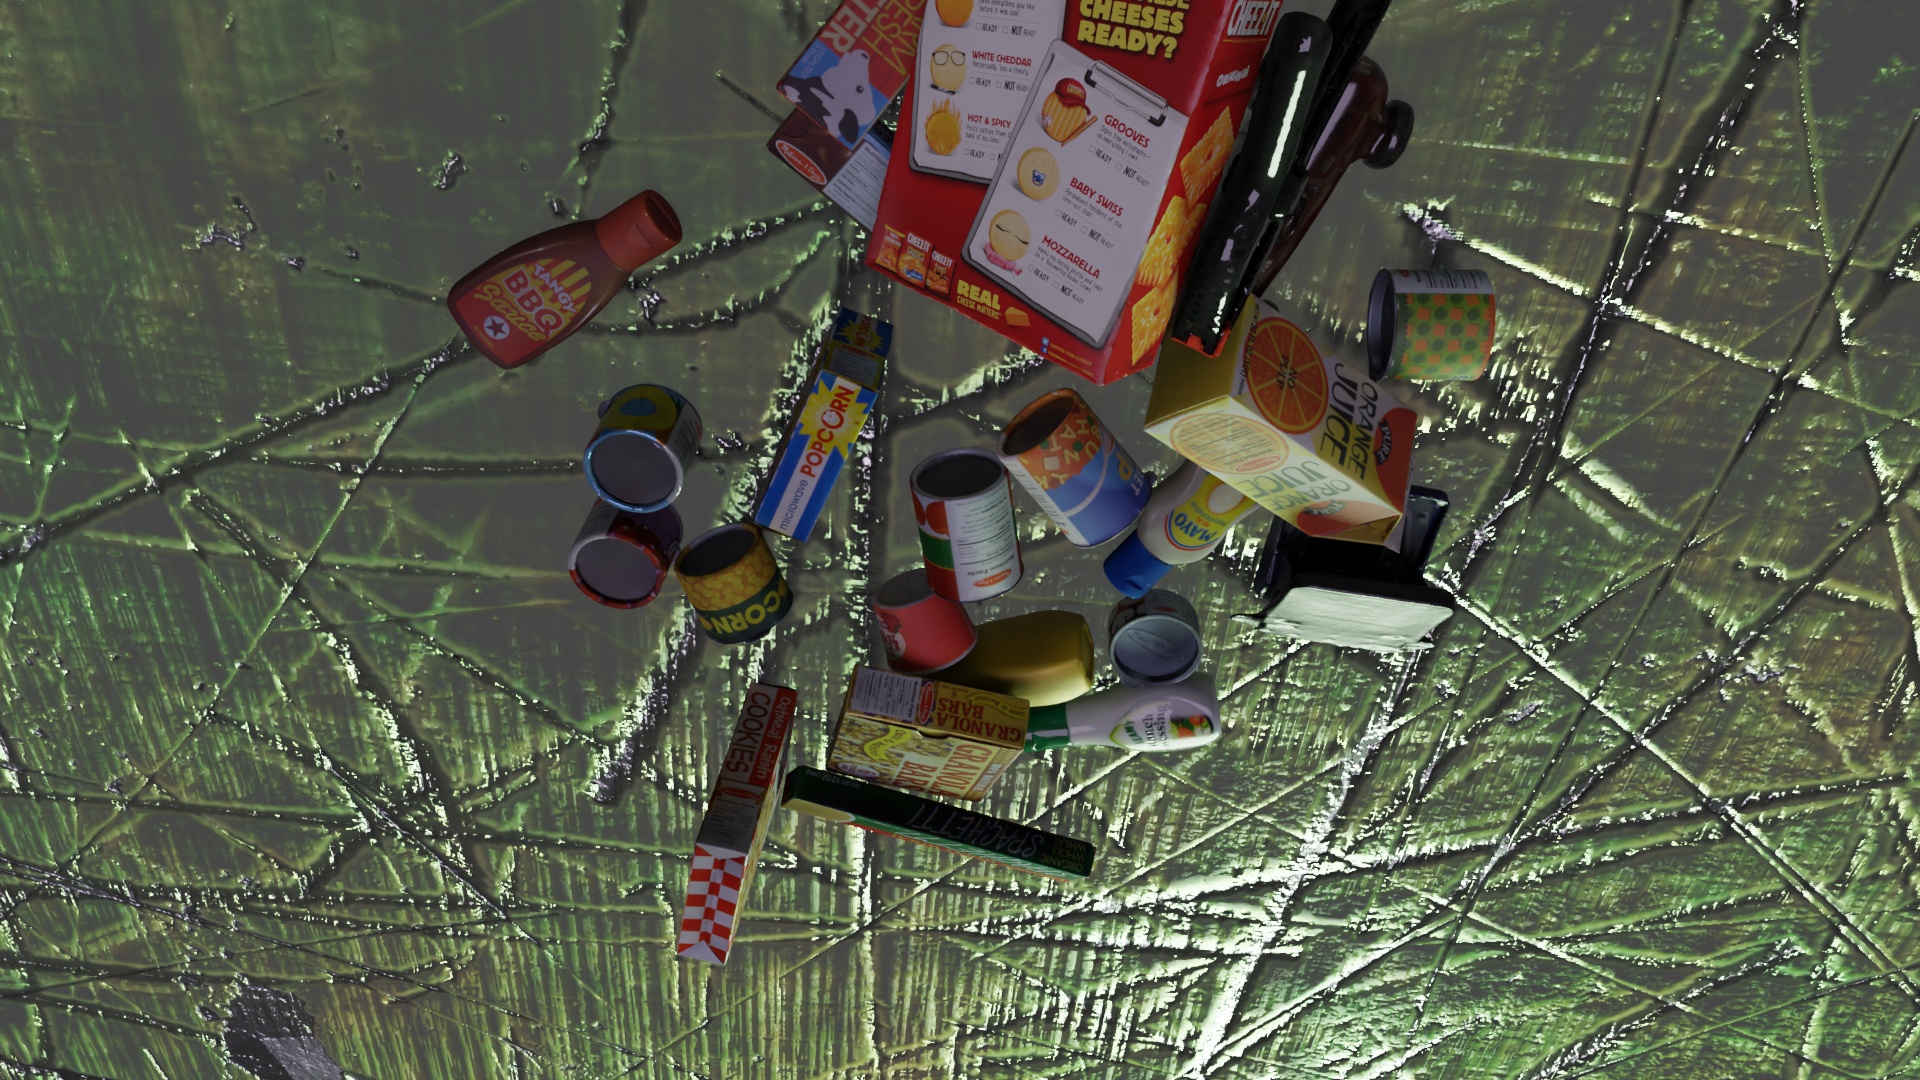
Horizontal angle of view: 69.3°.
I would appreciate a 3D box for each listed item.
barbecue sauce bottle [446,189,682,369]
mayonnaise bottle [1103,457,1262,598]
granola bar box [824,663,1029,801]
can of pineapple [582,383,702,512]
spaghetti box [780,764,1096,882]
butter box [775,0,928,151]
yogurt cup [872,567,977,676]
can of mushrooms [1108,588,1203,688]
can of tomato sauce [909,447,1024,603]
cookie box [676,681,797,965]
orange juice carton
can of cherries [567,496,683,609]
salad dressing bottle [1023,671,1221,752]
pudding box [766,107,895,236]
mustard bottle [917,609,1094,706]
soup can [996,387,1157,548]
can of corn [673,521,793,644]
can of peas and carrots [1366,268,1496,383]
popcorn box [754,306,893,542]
[{"bbox_3d":[-0.238,-0.163,0.848,0.148,0.044,0.064,-25,118,20],"label":"barbecue sauce bottle"},{"bbox_3d":[0.155,-0.020,0.921,0.065,0.041,0.147,30,121,-20],"label":"mayonnaise bottle"},{"bbox_3d":[-0.028,0.144,1.005,0.124,0.039,0.164,12,156,-5],"label":"granola bar box"},{"bbox_3d":[-0.209,-0.060,0.909,0.071,0.058,0.070,2,125,3],"label":"can of pineapple"},{"bbox_3d":[-0.016,0.224,1.091,0.250,0.029,0.050,18,157,-13],"label":"spaghetti box"},{"bbox_3d":[-0.048,-0.268,0.752,0.053,0.024,0.103,36,99,-21],"label":"butter box"},{"bbox_3d":[-0.027,0.055,0.975,0.072,0.073,0.053,-14,115,13],"label":"yogurt cup"},{"bbox_3d":[0.137,0.071,0.992,0.071,0.034,0.070,2,125,2],"label":"can of mushrooms"},{"bbox_3d":[0.003,-0.012,0.925,0.071,0.071,0.082,-5,124,8],"label":"can of tomato sauce"},{"bbox_3d":[-0.162,0.205,1.026,0.040,0.168,0.122,14,125,-2],"label":"cookie box"},{"bbox_3d":[0.207,-0.062,0.832,0.192,0.072,0.073,28,154,-27],"label":"orange juice carton"},{"bbox_3d":[-0.228,0.006,0.957,0.071,0.059,0.071,2,125,3],"label":"can of cherries"},{"bbox_3d":[0.117,0.131,1.029,0.147,0.044,0.064,-8,126,10],"label":"salad dressing bottle"},{"bbox_3d":[-0.063,-0.222,0.803,0.083,0.030,0.049,37,121,-20],"label":"pudding box"},{"bbox_3d":[0.015,0.091,1.000,0.160,0.066,0.048,-10,130,19],"label":"mustard bottle"},{"bbox_3d":[0.075,-0.049,0.893,0.071,0.072,0.083,-31,117,23],"label":"soup can"},{"bbox_3d":[-0.157,0.030,0.961,0.071,0.071,0.058,-13,122,13],"label":"can of corn"},{"bbox_3d":[0.277,-0.125,0.823,0.059,0.071,0.070,1,125,3],"label":"can of peas and carrots"},{"bbox_3d":[-0.086,-0.073,0.875,0.038,0.085,0.126,23,124,-11],"label":"popcorn box"}]
